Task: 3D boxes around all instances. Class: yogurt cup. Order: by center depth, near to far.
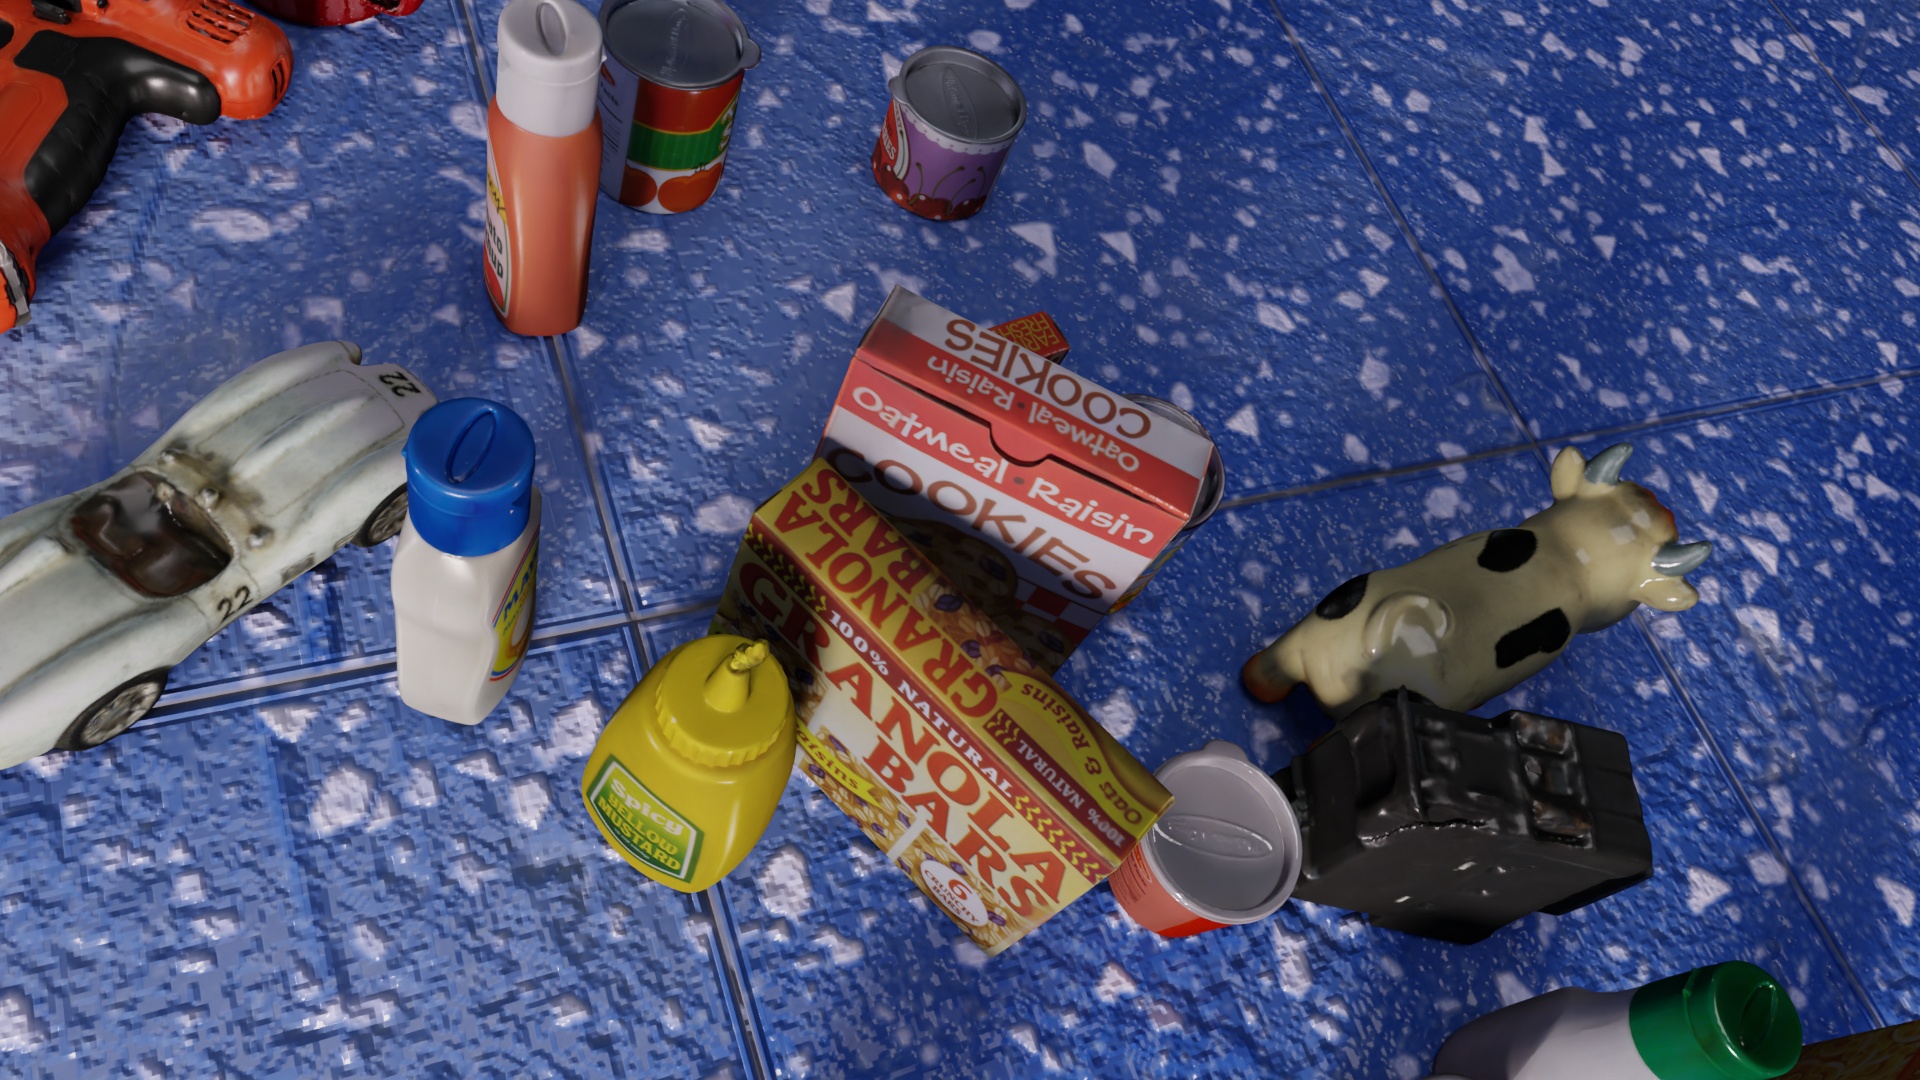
[{"bbox_3d":[0.092,0.123,0.549,0.072,0.053,0.073,9,58,-15],"label":"yogurt cup"}]

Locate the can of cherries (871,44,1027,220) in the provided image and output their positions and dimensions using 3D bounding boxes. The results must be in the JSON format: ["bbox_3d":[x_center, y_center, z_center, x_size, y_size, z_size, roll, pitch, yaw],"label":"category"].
[{"bbox_3d":[-0.009,-0.206,0.703,0.071,0.058,0.072,9,58,-15],"label":"can of cherries"}]

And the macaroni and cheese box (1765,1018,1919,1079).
[{"bbox_3d":[0.358,0.225,0.516,0.124,0.165,0.040,-28,73,-31],"label":"macaroni and cheese box"}]

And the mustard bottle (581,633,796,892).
[{"bbox_3d":[-0.086,0.067,0.453,0.065,0.159,0.049,38,56,4],"label":"mustard bottle"}]

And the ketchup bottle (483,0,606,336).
[{"bbox_3d":[-0.167,-0.149,0.558,0.043,0.148,0.065,-7,64,-23],"label":"ketchup bottle"}]

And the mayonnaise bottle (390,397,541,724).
[{"bbox_3d":[-0.165,0.008,0.467,0.041,0.147,0.065,20,56,-8],"label":"mayonnaise bottle"}]

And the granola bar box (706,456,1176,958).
[{"bbox_3d":[-0.018,0.066,0.500,0.165,0.123,0.039,44,56,8],"label":"granola bar box"}]

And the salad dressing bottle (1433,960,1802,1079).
[{"bbox_3d":[0.233,0.187,0.505,0.044,0.147,0.064,44,56,8],"label":"salad dressing bottle"}]

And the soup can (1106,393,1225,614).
[{"bbox_3d":[0.066,-0.011,0.600,0.071,0.083,0.071,9,58,-15],"label":"soup can"}]

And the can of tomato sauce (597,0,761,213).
[{"bbox_3d":[-0.135,-0.202,0.641,0.071,0.082,0.071,9,58,-15],"label":"can of tomato sauce"}]

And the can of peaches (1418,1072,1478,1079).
[{"bbox_3d":[0.167,0.235,0.507,0.071,0.057,0.071,9,58,-15],"label":"can of peaches"}]

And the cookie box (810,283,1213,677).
[{"bbox_3d":[0.002,-0.007,0.524,0.123,0.166,0.040,26,56,-4],"label":"cookie box"}]

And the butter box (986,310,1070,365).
[{"bbox_3d":[-0.004,-0.067,0.627,0.104,0.053,0.024,-23,71,-29],"label":"butter box"}]
